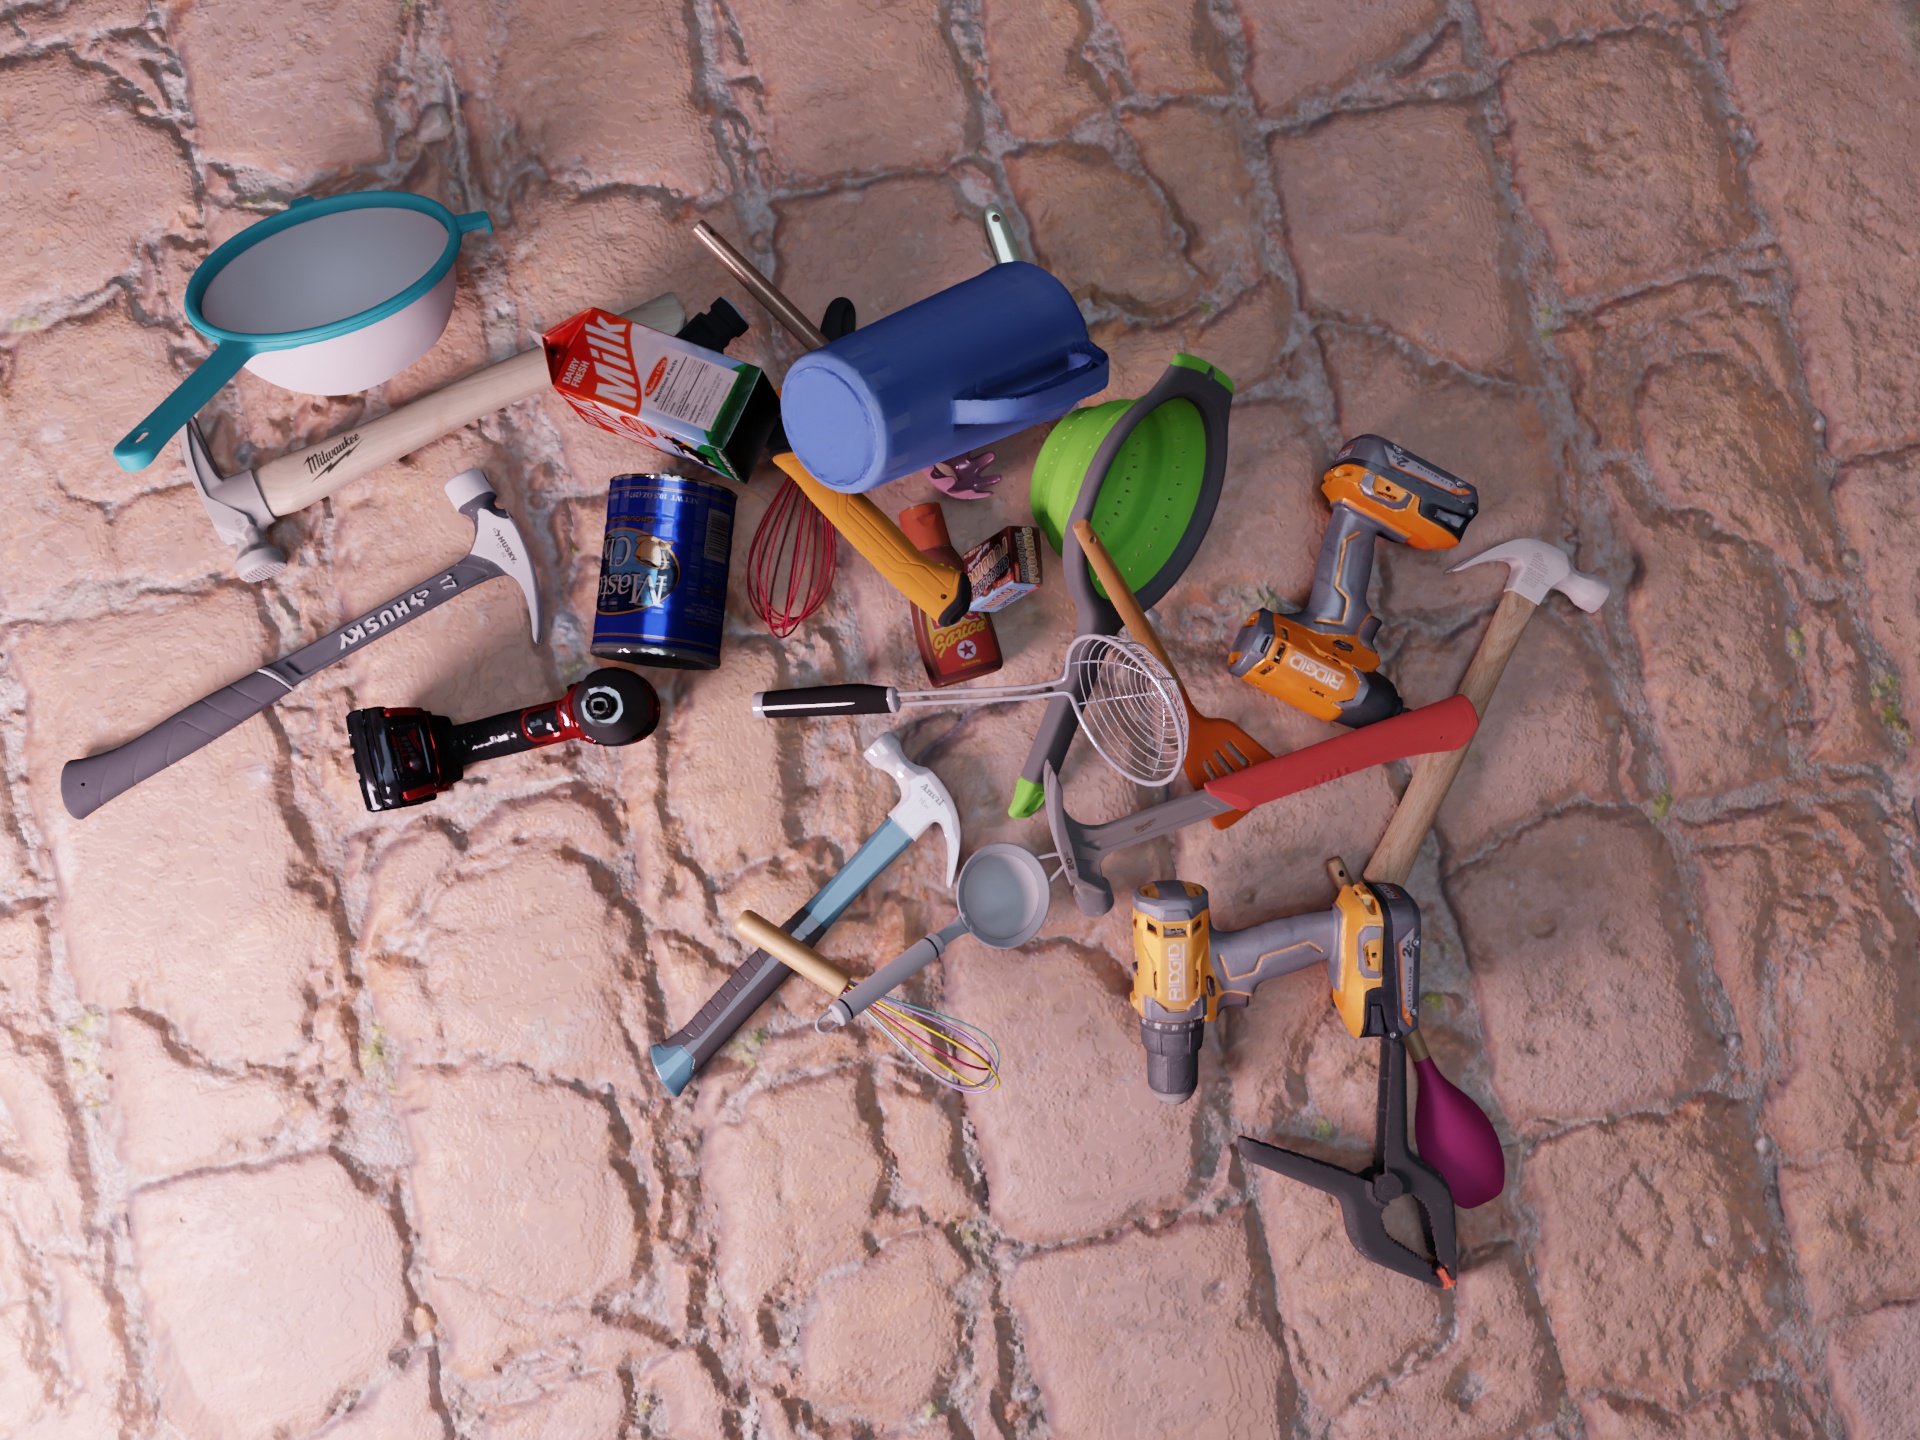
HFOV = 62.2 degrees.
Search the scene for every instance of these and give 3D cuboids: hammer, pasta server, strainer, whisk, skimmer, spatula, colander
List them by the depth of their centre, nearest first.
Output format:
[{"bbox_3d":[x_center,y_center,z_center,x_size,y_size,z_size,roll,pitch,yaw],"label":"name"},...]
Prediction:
[{"bbox_3d":[-0.502,-0.273,1.202,0.211,0.095,0.341,11,51,19],"label":"strainer"},{"bbox_3d":[-0.002,-0.004,1.230,0.363,0.090,0.127,-2,123,17],"label":"skimmer"},{"bbox_3d":[-0.122,-0.189,1.253,0.127,0.034,0.337,-45,75,-3],"label":"hammer"},{"bbox_3d":[-0.071,0.220,1.257,0.245,0.047,0.051,33,85,2],"label":"whisk"},{"bbox_3d":[-0.017,0.174,1.266,0.258,0.050,0.087,-32,98,-33],"label":"strainer"},{"bbox_3d":[-0.524,-0.038,1.268,0.409,0.036,0.149,-31,91,-6],"label":"hammer"},{"bbox_3d":[0.168,-0.039,1.272,0.081,0.041,0.322,-41,128,-7],"label":"spatula"},{"bbox_3d":[-0.092,-0.289,1.288,0.316,0.040,0.060,42,48,-18],"label":"pasta server"},{"bbox_3d":[-0.419,-0.262,1.292,0.410,0.038,0.146,-26,88,-7],"label":"hammer"},{"bbox_3d":[0.247,0.043,1.293,0.359,0.037,0.149,-19,122,-3],"label":"hammer"},{"bbox_3d":[-0.129,0.170,1.294,0.128,0.033,0.331,44,84,0],"label":"hammer"},{"bbox_3d":[0.094,-0.115,1.304,0.095,0.204,0.397,28,102,32],"label":"colander"},{"bbox_3d":[-0.124,-0.210,1.309,0.073,0.073,0.296,11,80,-5],"label":"whisk"},{"bbox_3d":[0.429,-0.006,1.362,0.130,0.031,0.331,28,84,-4],"label":"hammer"}]

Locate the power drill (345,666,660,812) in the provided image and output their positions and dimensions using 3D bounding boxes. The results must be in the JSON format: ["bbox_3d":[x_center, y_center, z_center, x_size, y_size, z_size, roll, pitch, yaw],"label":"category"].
[{"bbox_3d":[-0.347,0.008,1.229,0.219,0.143,0.078,-13,91,-4],"label":"power drill"}]

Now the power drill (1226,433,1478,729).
[{"bbox_3d":[0.344,-0.106,1.338,0.164,0.084,0.226,27,88,-5],"label":"power drill"}]

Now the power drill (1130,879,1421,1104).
[{"bbox_3d":[0.251,0.220,1.295,0.226,0.084,0.185,-2,102,-1],"label":"power drill"}]

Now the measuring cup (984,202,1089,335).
[{"bbox_3d":[0.056,-0.364,1.343,0.083,0.038,0.167,-21,91,-7],"label":"measuring cup"}]

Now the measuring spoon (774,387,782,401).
[{"bbox_3d":[-0.173,-0.262,1.307,0.117,0.011,0.021,-12,67,16],"label":"measuring spoon"}]

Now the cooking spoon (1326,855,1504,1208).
[{"bbox_3d":[0.379,0.262,1.345,0.069,0.017,0.319,-24,89,-5],"label":"cooking spoon"}]
